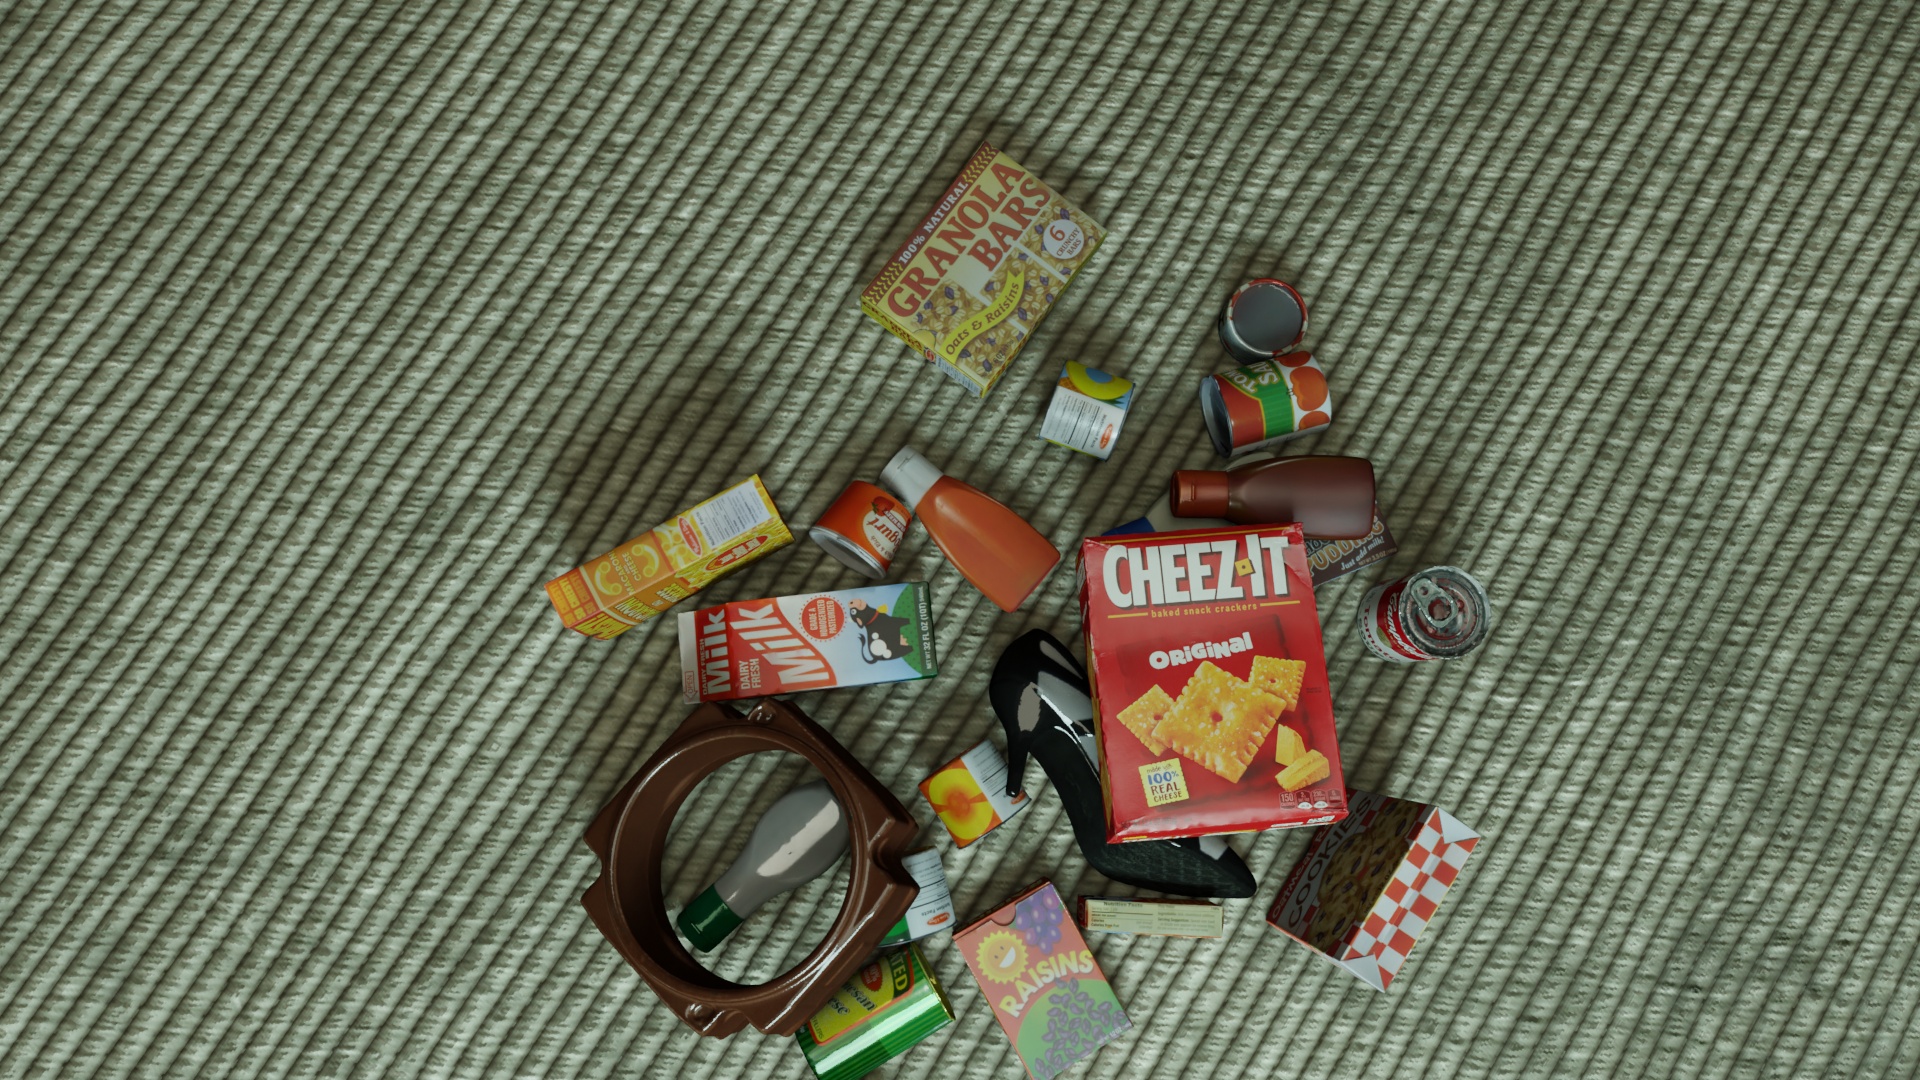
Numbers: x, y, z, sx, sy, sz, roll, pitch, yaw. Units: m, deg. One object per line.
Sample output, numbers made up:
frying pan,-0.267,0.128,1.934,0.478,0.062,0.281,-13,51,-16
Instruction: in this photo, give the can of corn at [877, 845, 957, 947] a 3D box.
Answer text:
can of corn,-0.043,0.263,1.027,0.071,0.071,0.058,-14,83,-4

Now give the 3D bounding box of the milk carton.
milk carton,-0.115,0.078,1.044,0.191,0.073,0.072,-6,82,-3

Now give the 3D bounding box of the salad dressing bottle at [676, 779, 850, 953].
salad dressing bottle,-0.145,0.244,1.036,0.148,0.044,0.064,-41,80,-5

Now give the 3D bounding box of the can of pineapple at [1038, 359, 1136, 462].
can of pineapple,0.098,-0.102,1.083,0.058,0.071,0.071,20,82,1

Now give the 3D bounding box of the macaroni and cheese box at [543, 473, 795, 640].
macaroni and cheese box,-0.208,0.016,1.024,0.167,0.123,0.040,-29,83,-5

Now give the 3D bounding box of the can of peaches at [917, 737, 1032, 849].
can of peaches,0.008,0.189,1.038,0.071,0.071,0.058,-33,85,-6

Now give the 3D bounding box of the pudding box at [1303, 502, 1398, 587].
pudding box,0.294,0.004,1.093,0.084,0.030,0.049,-21,83,-5

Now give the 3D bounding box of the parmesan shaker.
parmesan shaker,-0.063,0.347,1.010,0.103,0.071,0.071,-30,85,-6

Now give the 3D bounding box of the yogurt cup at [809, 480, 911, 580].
yogurt cup,-0.074,-0.010,1.064,0.072,0.072,0.054,32,75,2

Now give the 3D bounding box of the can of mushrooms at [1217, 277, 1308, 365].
can of mushrooms,0.244,-0.177,1.114,0.071,0.033,0.071,0,82,-1

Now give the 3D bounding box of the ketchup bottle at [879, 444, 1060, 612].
ketchup bottle,0.004,-0.013,1.077,0.149,0.043,0.065,41,82,4

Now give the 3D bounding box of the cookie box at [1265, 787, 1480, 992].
cookie box,0.287,0.242,0.991,0.040,0.167,0.123,35,82,-1

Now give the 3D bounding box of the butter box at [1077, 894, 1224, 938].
butter box,0.141,0.280,1.037,0.103,0.053,0.024,3,80,-2

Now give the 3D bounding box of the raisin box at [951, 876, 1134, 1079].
raisin box,0.060,0.326,1.034,0.086,0.040,0.123,-29,84,-5

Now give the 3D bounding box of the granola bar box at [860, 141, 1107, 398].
granola bar box,0.019,-0.216,1.108,0.124,0.039,0.166,37,82,3

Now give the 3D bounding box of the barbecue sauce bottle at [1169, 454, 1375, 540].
barbecue sauce bottle,0.234,-0.033,1.047,0.149,0.043,0.065,1,88,-5

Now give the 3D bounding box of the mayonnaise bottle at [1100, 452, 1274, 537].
mayonnaise bottle,0.184,-0.016,1.086,0.148,0.041,0.065,-22,86,-4

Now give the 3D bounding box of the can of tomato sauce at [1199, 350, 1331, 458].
can of tomato sauce,0.238,-0.109,1.087,0.083,0.071,0.071,-16,83,-5
